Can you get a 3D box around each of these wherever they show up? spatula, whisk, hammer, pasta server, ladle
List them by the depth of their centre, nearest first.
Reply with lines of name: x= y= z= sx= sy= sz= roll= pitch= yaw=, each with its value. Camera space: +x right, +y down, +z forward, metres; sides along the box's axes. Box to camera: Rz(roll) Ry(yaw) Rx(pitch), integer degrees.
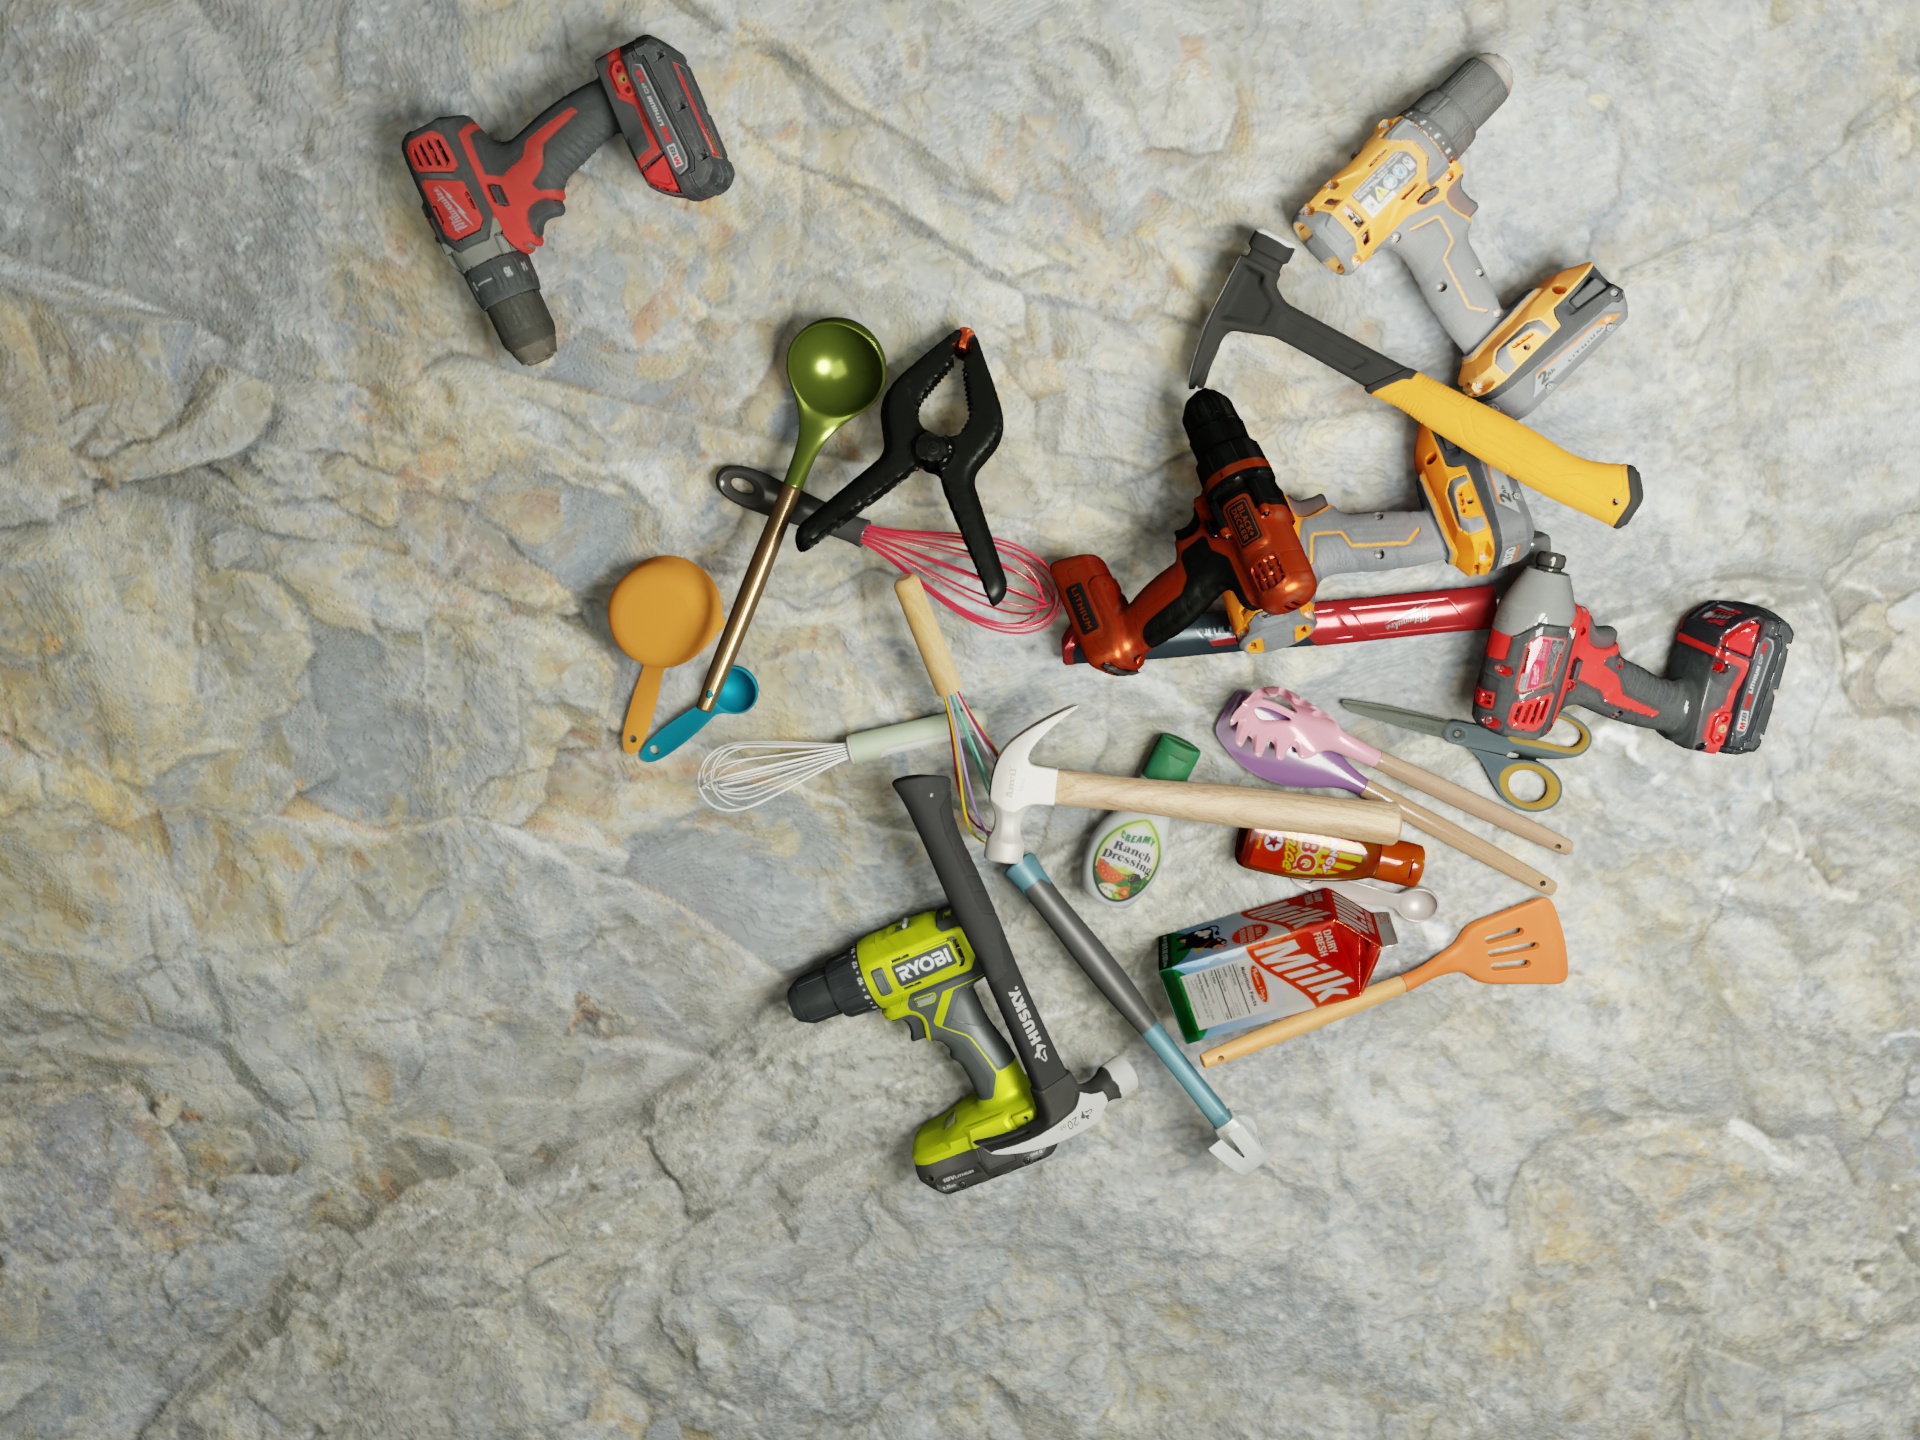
hammer: x=0.328 y=-0.226 z=1.148 sx=0.337 sy=0.034 sz=0.127 roll=33 pitch=114 yaw=17
ladle: x=-0.140 y=-0.156 z=1.220 sx=0.078 sy=0.062 sz=0.320 roll=21 pitch=89 yaw=-2
whisk: x=-0.057 y=-0.142 z=1.262 sx=0.296 sy=0.073 sz=0.073 roll=22 pitch=105 yaw=4
hammer: x=0.188 y=0.062 z=1.266 sx=0.331 sy=0.031 sz=0.130 roll=6 pitch=93 yaw=-4
whisk: x=-0.003 y=-0.003 z=1.269 sx=0.047 sy=0.051 sz=0.244 roll=-19 pitch=112 yaw=7
hammer: x=0.275 y=-0.062 z=1.274 sx=0.386 sy=0.038 sz=0.143 roll=-5 pitch=106 yaw=4
hammer: x=0.023 y=0.193 z=1.288 sx=0.146 sy=0.035 sz=0.334 roll=-28 pitch=102 yaw=-22
pasta server: x=0.361 y=0.046 z=1.289 sx=0.316 sy=0.040 sz=0.060 roll=24 pitch=121 yaw=-9
whisk: x=-0.098 y=0.027 z=1.313 sx=0.246 sy=0.057 sz=0.059 roll=-13 pitch=74 yaw=2
spatula: x=0.354 y=0.069 z=1.314 sx=0.316 sy=0.018 sz=0.060 roll=27 pitch=96 yaw=-4
spatula: x=0.350 y=0.230 z=1.323 sx=0.322 sy=0.041 sz=0.081 roll=-19 pitch=104 yaw=-10
hammer: x=0.148 y=0.245 z=1.335 sx=0.033 sy=0.128 sz=0.331 roll=-38 pitch=92 yaw=5

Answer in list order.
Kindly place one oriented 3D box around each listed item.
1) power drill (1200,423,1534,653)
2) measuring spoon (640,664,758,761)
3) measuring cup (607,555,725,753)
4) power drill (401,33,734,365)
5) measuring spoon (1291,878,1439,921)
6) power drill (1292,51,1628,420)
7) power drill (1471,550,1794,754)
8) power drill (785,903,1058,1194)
power drill: x=0.298 y=-0.160 z=1.212 sx=0.226 sy=0.084 sz=0.164 roll=-18 pitch=73 yaw=8
measuring spoon: x=-0.218 y=-0.005 z=1.328 sx=0.128 sy=0.021 sz=0.042 roll=-35 pitch=101 yaw=20
measuring cup: x=-0.253 y=-0.047 z=1.295 sx=0.095 sy=0.052 sz=0.173 roll=17 pitch=103 yaw=-2
power drill: x=-0.288 y=-0.390 z=1.197 sx=0.226 sy=0.080 sz=0.187 roll=-21 pitch=103 yaw=11
measuring spoon: x=0.340 y=0.141 z=1.339 sx=0.124 sy=0.018 sz=0.034 roll=12 pitch=122 yaw=6
power drill: x=0.385 y=-0.356 z=1.170 sx=0.226 sy=0.084 sz=0.185 roll=44 pitch=96 yaw=-4
power drill: x=0.511 y=-0.050 z=1.223 sx=0.219 sy=0.079 sz=0.143 roll=6 pitch=105 yaw=-10
power drill: x=-0.026 y=0.280 z=1.361 sx=0.190 sy=0.080 sz=0.228 roll=-23 pitch=100 yaw=7
